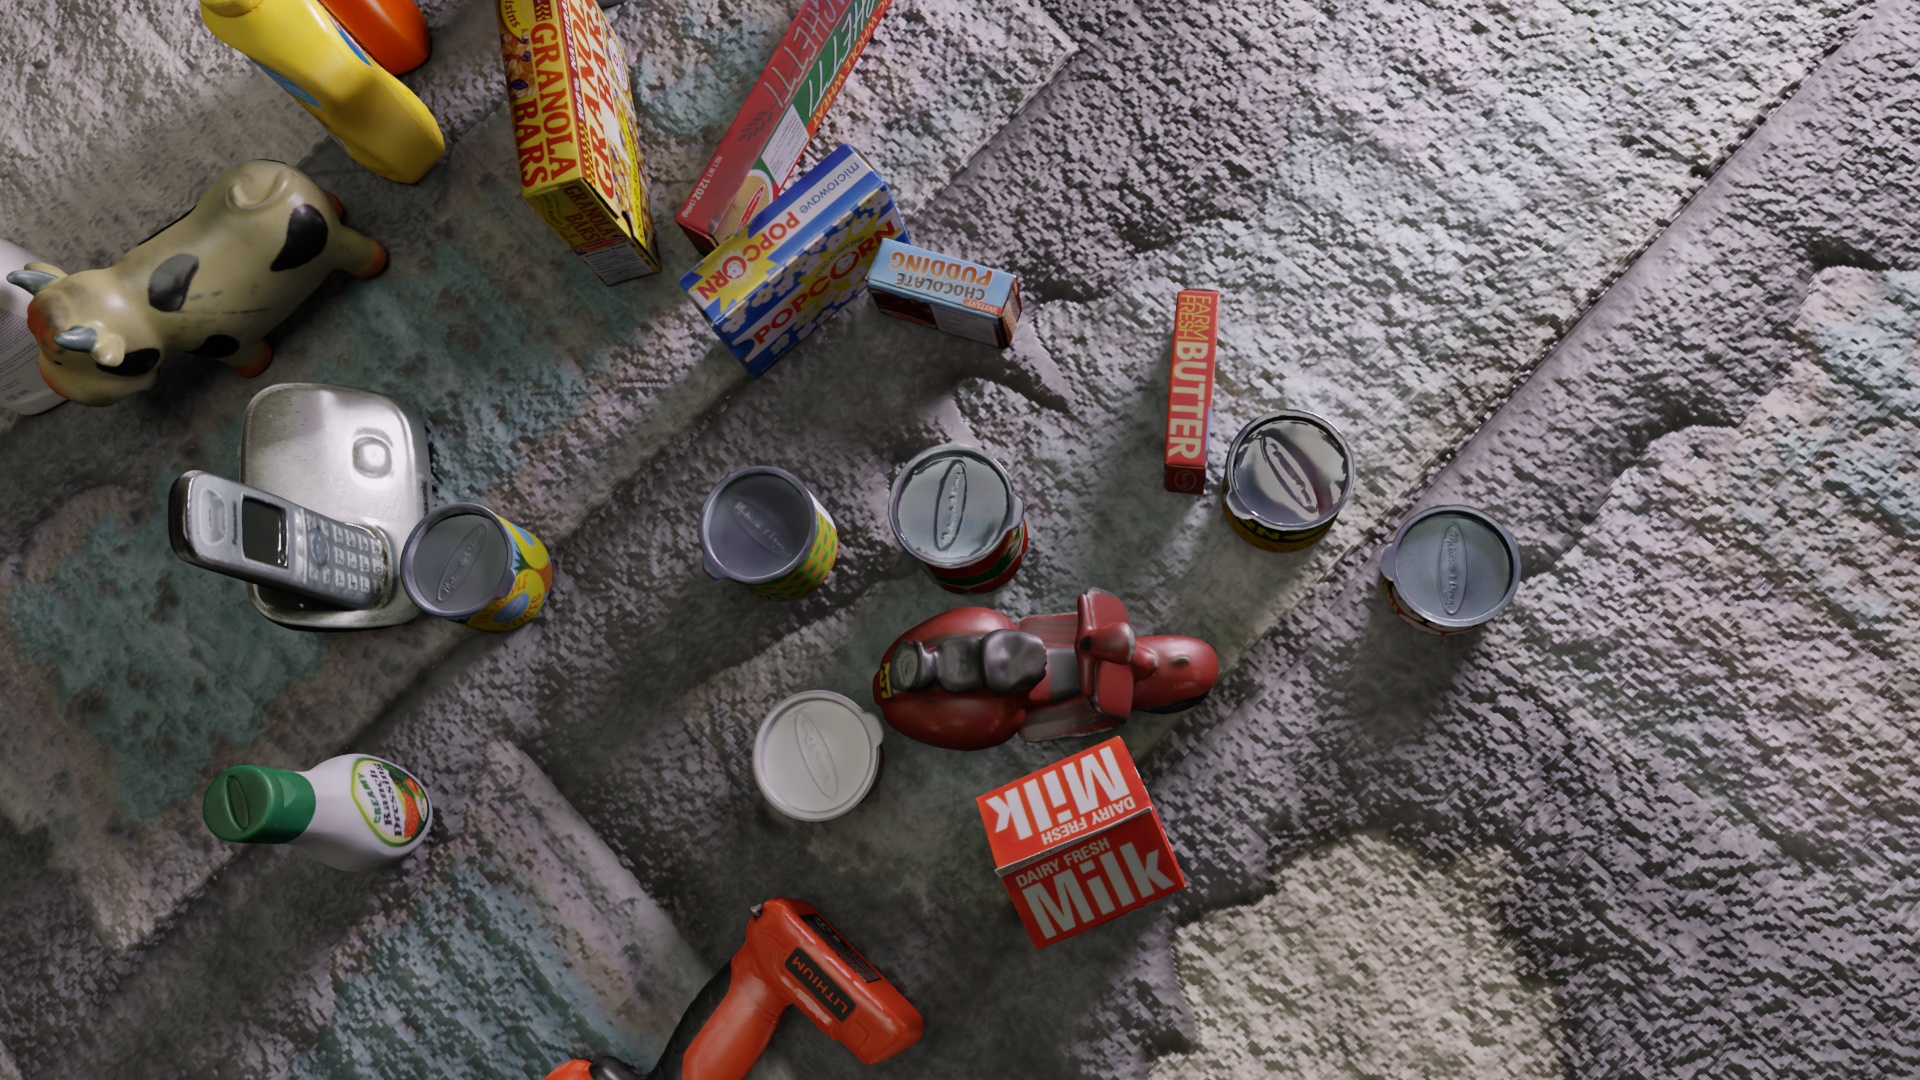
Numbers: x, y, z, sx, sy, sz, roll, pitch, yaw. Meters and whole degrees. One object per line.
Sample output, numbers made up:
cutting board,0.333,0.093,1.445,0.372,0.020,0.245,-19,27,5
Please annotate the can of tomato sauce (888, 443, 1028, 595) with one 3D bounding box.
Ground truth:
can of tomato sauce,0.003,-0.009,0.753,0.071,0.083,0.071,-2,77,7

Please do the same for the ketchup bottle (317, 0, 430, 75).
ketchup bottle,-0.384,-0.352,0.854,0.043,0.148,0.065,-28,75,1

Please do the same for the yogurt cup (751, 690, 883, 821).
yogurt cup,-0.073,0.117,0.748,0.072,0.054,0.072,-2,77,7

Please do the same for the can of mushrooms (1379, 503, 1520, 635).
can of mushrooms,0.257,0.016,0.739,0.071,0.033,0.071,-2,76,7

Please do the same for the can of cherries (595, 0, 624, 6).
can of cherries,-0.237,-0.390,0.890,0.071,0.058,0.071,-2,77,7

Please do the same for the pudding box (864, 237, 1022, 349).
pudding box,-0.009,-0.142,0.804,0.084,0.049,0.030,18,80,11

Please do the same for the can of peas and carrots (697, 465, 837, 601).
can of peas and carrots,-0.108,-0.001,0.779,0.071,0.058,0.071,-2,77,7

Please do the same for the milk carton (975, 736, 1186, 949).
milk carton,0.059,0.142,0.653,0.072,0.190,0.073,-24,75,2

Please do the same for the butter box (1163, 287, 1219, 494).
butter box,0.128,-0.082,0.770,0.024,0.053,0.103,4,77,9

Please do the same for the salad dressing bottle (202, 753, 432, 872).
salad dressing bottle,-0.333,0.142,0.728,0.044,0.147,0.064,-24,75,2

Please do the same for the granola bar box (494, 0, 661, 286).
granola bar box,-0.226,-0.252,0.821,0.039,0.124,0.166,-14,75,5

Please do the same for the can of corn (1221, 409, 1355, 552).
can of corn,0.173,-0.029,0.748,0.071,0.058,0.071,-2,77,7

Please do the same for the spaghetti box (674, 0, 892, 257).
spaghetti box,-0.095,-0.283,0.850,0.029,0.050,0.250,26,81,13

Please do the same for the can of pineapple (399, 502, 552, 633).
can of pineapple,-0.275,0.018,0.797,0.071,0.057,0.071,-2,77,7

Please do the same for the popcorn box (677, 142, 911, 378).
popcorn box,-0.092,-0.160,0.801,0.127,0.085,0.038,-41,75,-3
